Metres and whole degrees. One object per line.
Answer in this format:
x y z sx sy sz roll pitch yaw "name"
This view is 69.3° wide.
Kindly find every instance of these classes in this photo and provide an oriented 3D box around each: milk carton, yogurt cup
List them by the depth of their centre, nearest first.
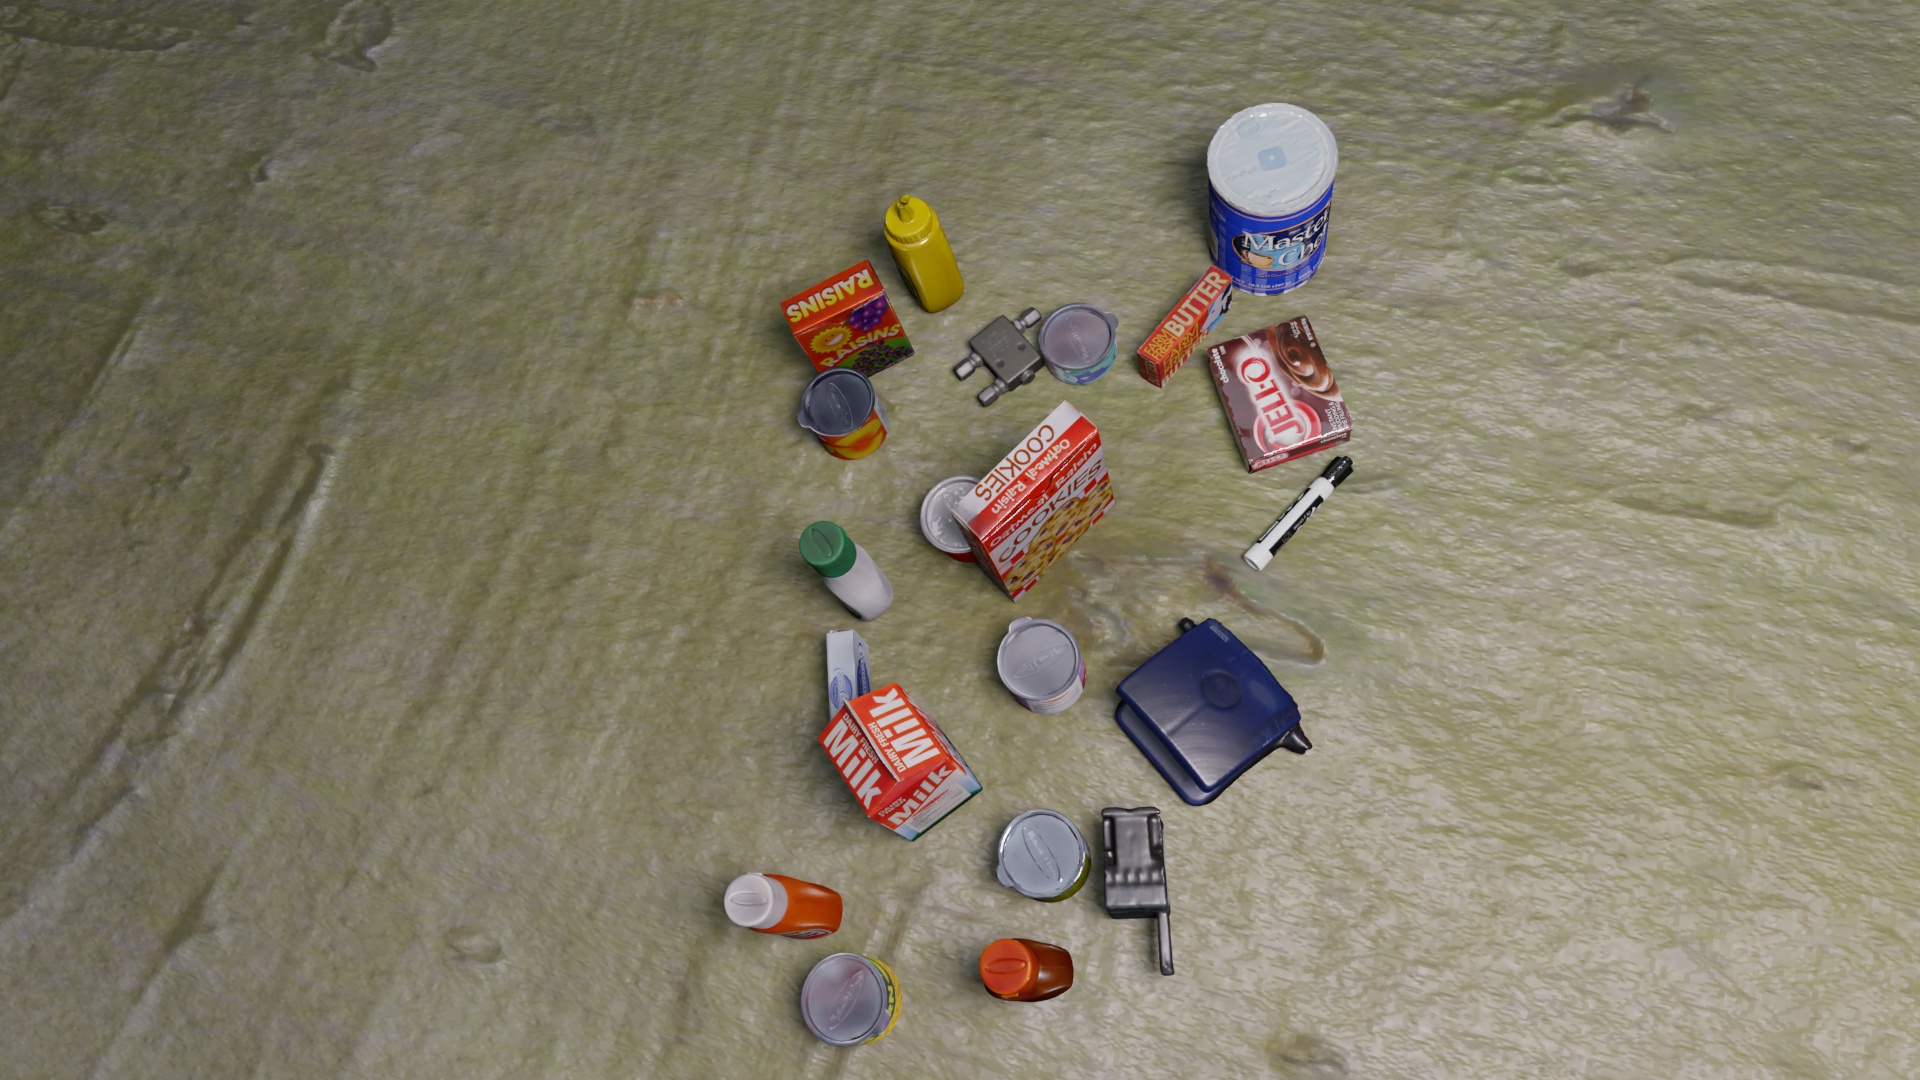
-0.046 0.166 1.043 0.073 0.190 0.072 -36 69 -3 "milk carton"
0.004 -0.015 1.169 0.072 0.054 0.072 -3 71 10 "yogurt cup"

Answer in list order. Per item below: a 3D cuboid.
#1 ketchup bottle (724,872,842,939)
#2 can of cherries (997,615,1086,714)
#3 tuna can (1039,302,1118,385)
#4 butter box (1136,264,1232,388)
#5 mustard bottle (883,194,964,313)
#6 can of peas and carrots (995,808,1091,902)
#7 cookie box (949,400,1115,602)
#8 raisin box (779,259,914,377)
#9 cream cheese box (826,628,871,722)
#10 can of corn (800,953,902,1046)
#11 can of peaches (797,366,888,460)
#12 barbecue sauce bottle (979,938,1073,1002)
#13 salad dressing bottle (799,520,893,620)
-0.136 0.274 1.044 0.065 0.148 0.043 -2 71 10 "ketchup bottle"
0.066 0.100 1.115 0.071 0.058 0.071 -3 71 10 "can of cherries"
0.106 -0.173 1.216 0.071 0.032 0.071 -3 71 10 "tuna can"
0.193 -0.182 1.192 0.024 0.053 0.103 38 82 20 "butter box"
-0.037 -0.256 1.203 0.049 0.160 0.065 -32 69 -1 "mustard bottle"
0.063 0.244 1.065 0.071 0.058 0.071 -3 71 10 "can of peas and carrots"
0.062 -0.026 1.101 0.123 0.167 0.040 -45 70 -6 "cookie box"
-0.097 -0.183 1.209 0.086 0.123 0.040 -26 69 1 "raisin box"
-0.090 0.129 1.137 0.024 0.053 0.104 -8 70 8 "cream cheese box"
-0.079 0.351 1.056 0.071 0.058 0.071 -3 71 10 "can of corn"
-0.103 -0.110 1.220 0.071 0.058 0.071 -3 71 10 "can of peaches"
0.043 0.309 0.999 0.065 0.148 0.044 -7 71 8 "barbecue sauce bottle"
-0.093 0.023 1.124 0.044 0.147 0.064 -36 69 -2 "salad dressing bottle"
